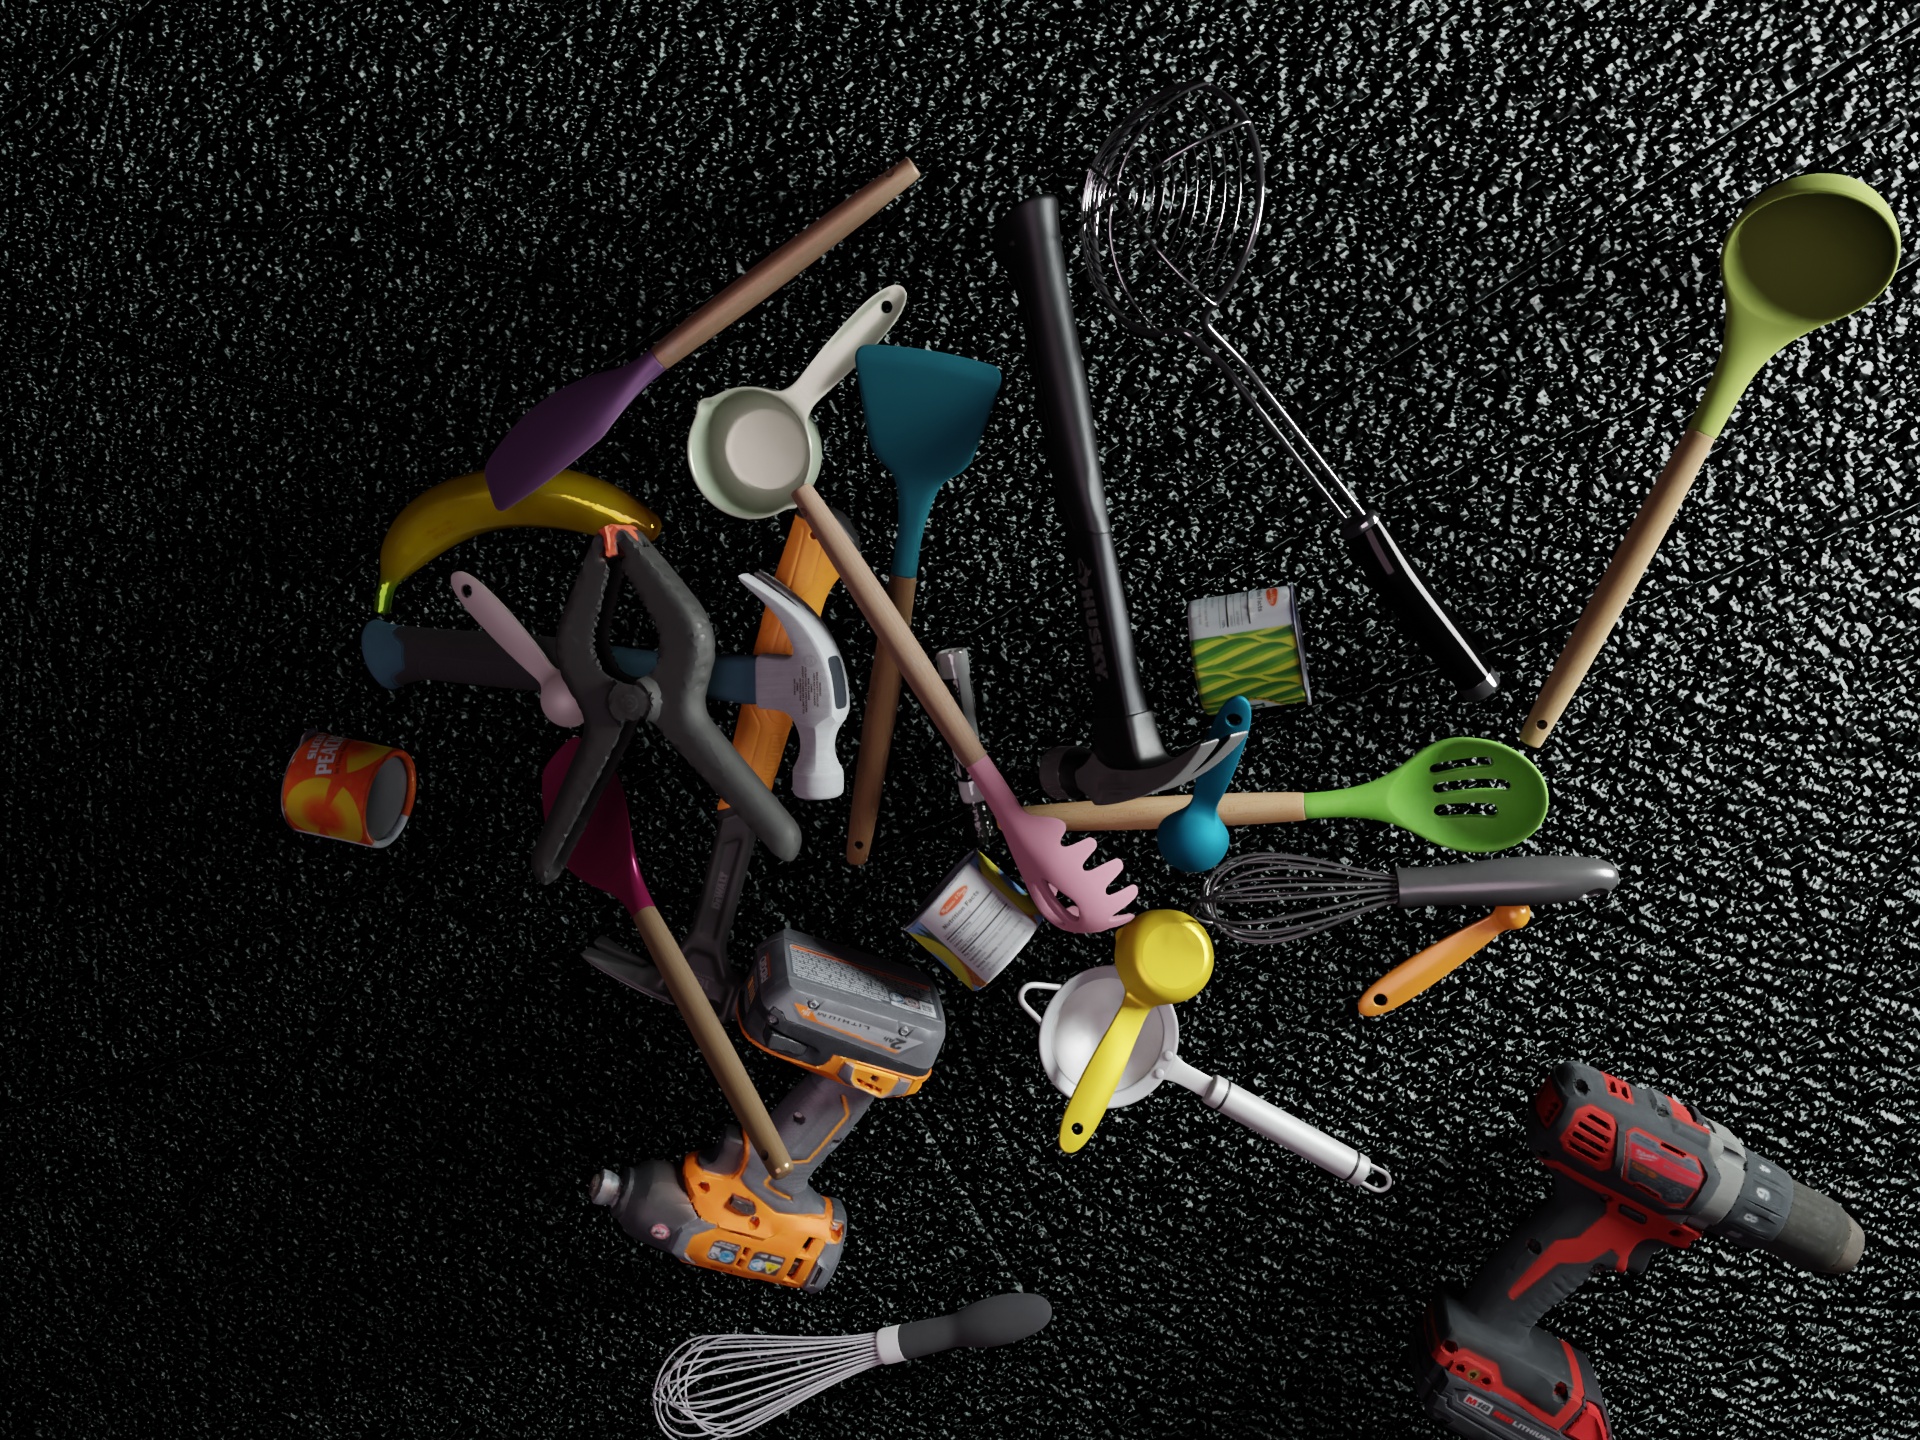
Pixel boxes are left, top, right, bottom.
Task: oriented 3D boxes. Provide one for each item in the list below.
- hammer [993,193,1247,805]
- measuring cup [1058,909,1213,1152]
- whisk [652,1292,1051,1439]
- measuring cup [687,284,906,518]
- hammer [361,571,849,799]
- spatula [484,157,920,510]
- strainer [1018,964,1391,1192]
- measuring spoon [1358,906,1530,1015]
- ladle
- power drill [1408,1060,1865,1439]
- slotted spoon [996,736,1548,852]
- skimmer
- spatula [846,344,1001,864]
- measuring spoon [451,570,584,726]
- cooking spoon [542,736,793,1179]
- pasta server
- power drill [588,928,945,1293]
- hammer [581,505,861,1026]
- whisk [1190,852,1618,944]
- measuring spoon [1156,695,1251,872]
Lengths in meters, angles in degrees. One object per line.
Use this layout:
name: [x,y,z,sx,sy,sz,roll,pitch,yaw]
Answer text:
hammer: [0.071,-0.119,0.876,0.146,0.035,0.335,-5,98,55]
measuring cup: [0.099,0.181,0.927,0.062,0.029,0.156,31,73,-4]
whisk: [-0.075,0.420,1.055,0.284,0.070,0.070,-17,99,11]
measuring cup: [-0.087,-0.188,0.921,0.167,0.038,0.083,-44,91,16]
hammer: [-0.223,-0.031,0.966,0.331,0.033,0.128,5,100,20]
spatula: [-0.155,-0.226,0.922,0.316,0.018,0.060,-33,57,12]
strainer: [0.147,0.222,0.964,0.258,0.050,0.087,29,88,-1]
measuring spoon: [0.281,0.140,0.928,0.117,0.011,0.021,-38,93,18]
ladle: [0.372,-0.123,0.824,0.078,0.062,0.320,26,110,8]
power drill: [0.384,0.327,0.919,0.188,0.080,0.226,26,104,5]
slotted spoon: [0.174,0.049,0.924,0.314,0.031,0.070,-4,109,15]
skimmer: [0.191,-0.169,0.858,0.363,0.090,0.127,49,143,-13]
spatula: [-0.041,-0.059,0.937,0.082,0.044,0.317,10,106,0]
measuring spoon: [-0.268,-0.044,0.953,0.124,0.018,0.034,46,112,8]
cooking spoon: [-0.178,0.136,0.953,0.068,0.017,0.319,-45,60,19]
pasta server: [-0.001,-0.003,0.918,0.060,0.040,0.316,-28,97,47]
power drill: [-0.121,0.247,0.986,0.164,0.084,0.226,20,109,-18]
hammer: [-0.135,0.026,0.983,0.127,0.034,0.336,20,106,6]
whisk: [0.251,0.098,0.910,0.239,0.055,0.055,-5,102,9]
measuring spoon: [0.140,0.041,0.894,0.042,0.021,0.128,15,129,4]
